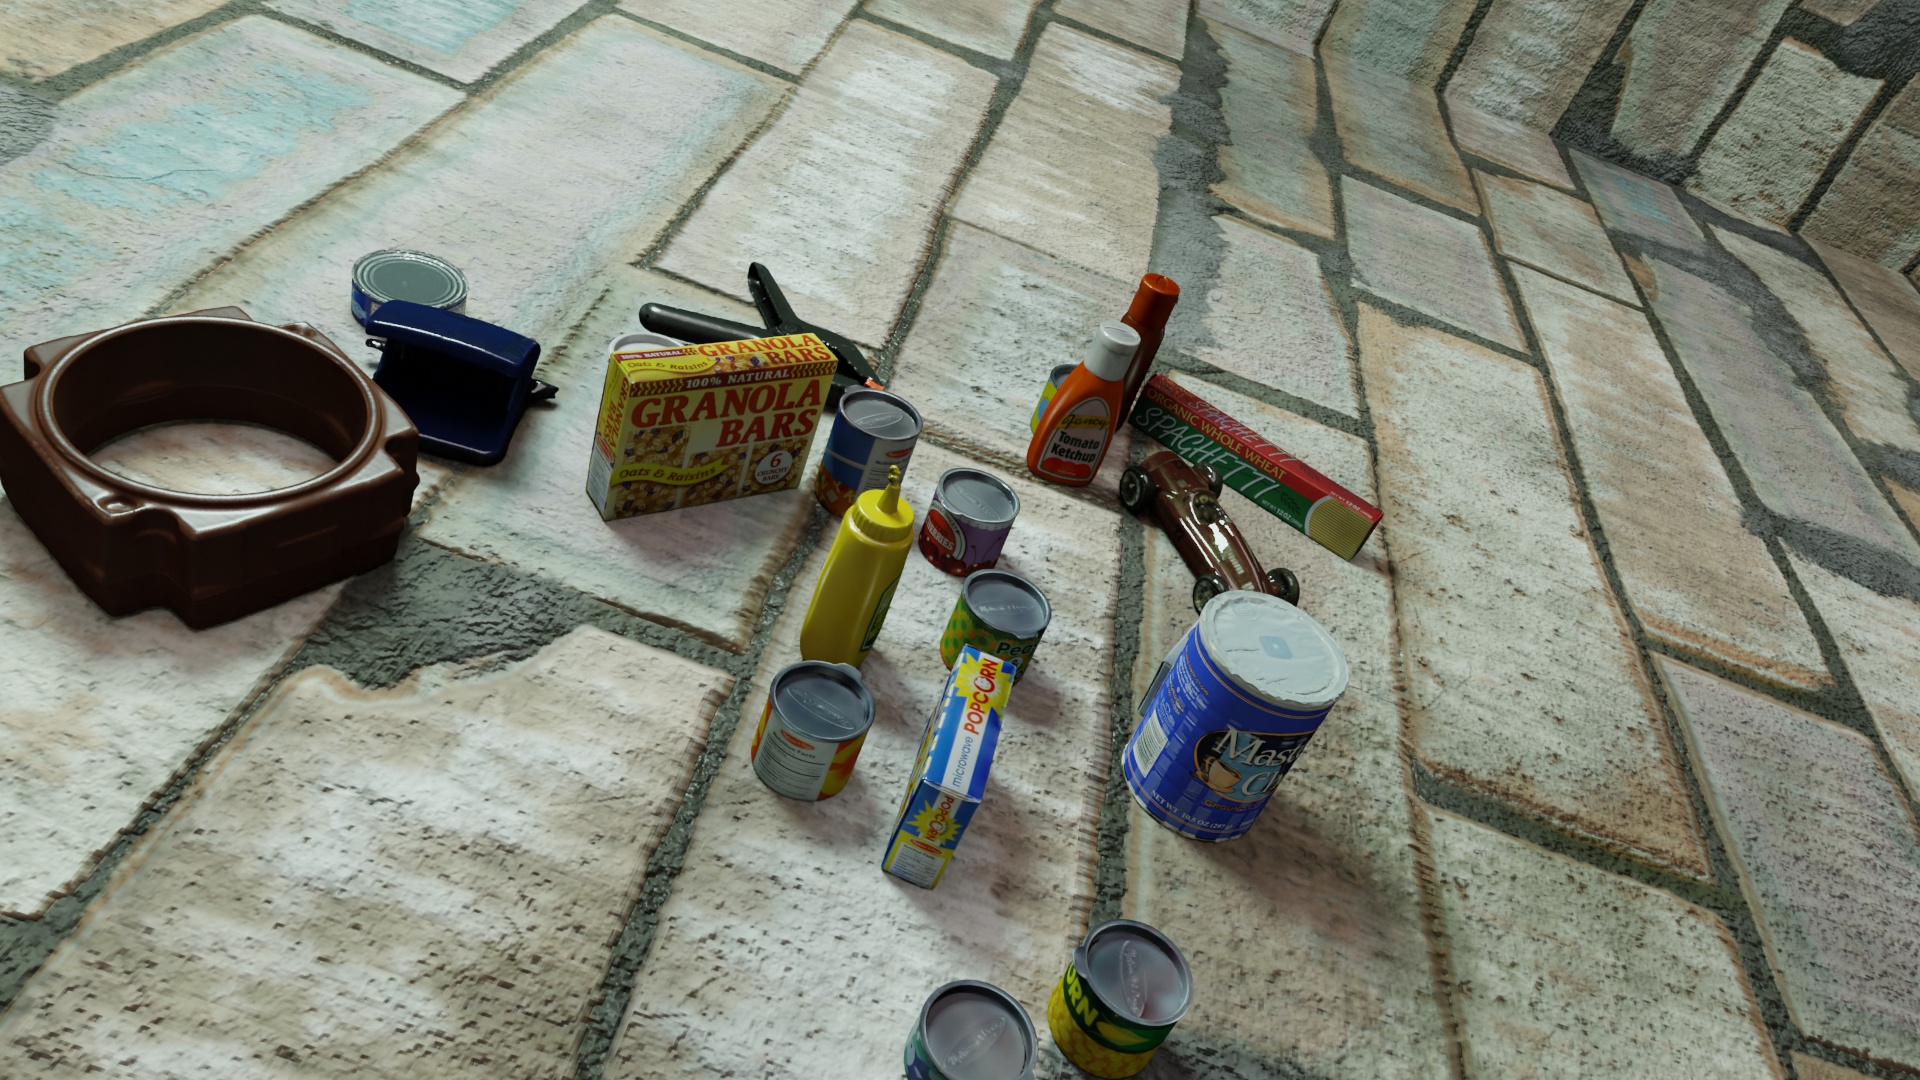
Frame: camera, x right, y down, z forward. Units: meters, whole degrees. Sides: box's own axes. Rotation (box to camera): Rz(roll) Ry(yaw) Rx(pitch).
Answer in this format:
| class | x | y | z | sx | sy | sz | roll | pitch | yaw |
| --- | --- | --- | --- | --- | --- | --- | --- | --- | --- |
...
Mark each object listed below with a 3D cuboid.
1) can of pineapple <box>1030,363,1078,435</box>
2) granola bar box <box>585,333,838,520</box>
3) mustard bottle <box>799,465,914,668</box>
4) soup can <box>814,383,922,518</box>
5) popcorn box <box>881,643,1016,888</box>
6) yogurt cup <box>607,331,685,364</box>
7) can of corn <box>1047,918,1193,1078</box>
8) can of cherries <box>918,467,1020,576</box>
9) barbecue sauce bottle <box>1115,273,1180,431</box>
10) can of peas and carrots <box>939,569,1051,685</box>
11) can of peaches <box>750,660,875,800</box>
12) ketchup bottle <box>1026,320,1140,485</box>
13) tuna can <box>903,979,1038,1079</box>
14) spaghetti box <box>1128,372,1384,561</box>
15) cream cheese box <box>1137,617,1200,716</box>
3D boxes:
| class | x | y | z | sx | sy | sz | roll | pitch | yaw |
| --- | --- | --- | --- | --- | --- | --- | --- | --- | --- |
| can of pineapple | 0.103 | -0.116 | 1.255 | 0.071 | 0.057 | 0.071 | 14 | 37 | -11 |
| granola bar box | -0.182 | -0.085 | 1.012 | 0.166 | 0.123 | 0.039 | -12 | 48 | -38 |
| mustard bottle | -0.063 | 0.017 | 0.914 | 0.049 | 0.159 | 0.066 | 26 | 36 | 5 |
| soup can | -0.074 | -0.068 | 1.080 | 0.071 | 0.083 | 0.072 | 14 | 37 | -11 |
| popcorn box | -0.006 | 0.137 | 0.854 | 0.038 | 0.084 | 0.127 | 21 | 36 | -1 |
| yogurt cup | -0.245 | -0.123 | 1.086 | 0.072 | 0.053 | 0.073 | 14 | 37 | -11 |
| can of corn | 0.086 | 0.255 | 0.775 | 0.071 | 0.058 | 0.071 | 14 | 37 | -11 |
| can of cherries | 0.004 | -0.013 | 1.073 | 0.071 | 0.058 | 0.072 | 14 | 37 | -11 |
| barbecue sauce bottle | 0.158 | -0.174 | 1.280 | 0.044 | 0.147 | 0.065 | 22 | 36 | 0 |
| can of peas and carrots | 0.025 | 0.065 | 0.984 | 0.071 | 0.058 | 0.071 | 14 | 37 | -11 |
| can of peaches | -0.091 | 0.117 | 0.859 | 0.071 | 0.057 | 0.071 | 14 | 37 | -11 |
| ketchup bottle | 0.108 | -0.116 | 1.181 | 0.065 | 0.148 | 0.044 | 12 | 37 | -13 |
| tuna can | 0.007 | 0.272 | 0.735 | 0.071 | 0.032 | 0.071 | 14 | 37 | -11 |
| spaghetti box | 0.269 | -0.070 | 1.289 | 0.250 | 0.050 | 0.029 | 35 | 38 | 16 |
| cream cheese box | 0.170 | 0.091 | 1.031 | 0.024 | 0.053 | 0.104 | 34 | 38 | 15 |
